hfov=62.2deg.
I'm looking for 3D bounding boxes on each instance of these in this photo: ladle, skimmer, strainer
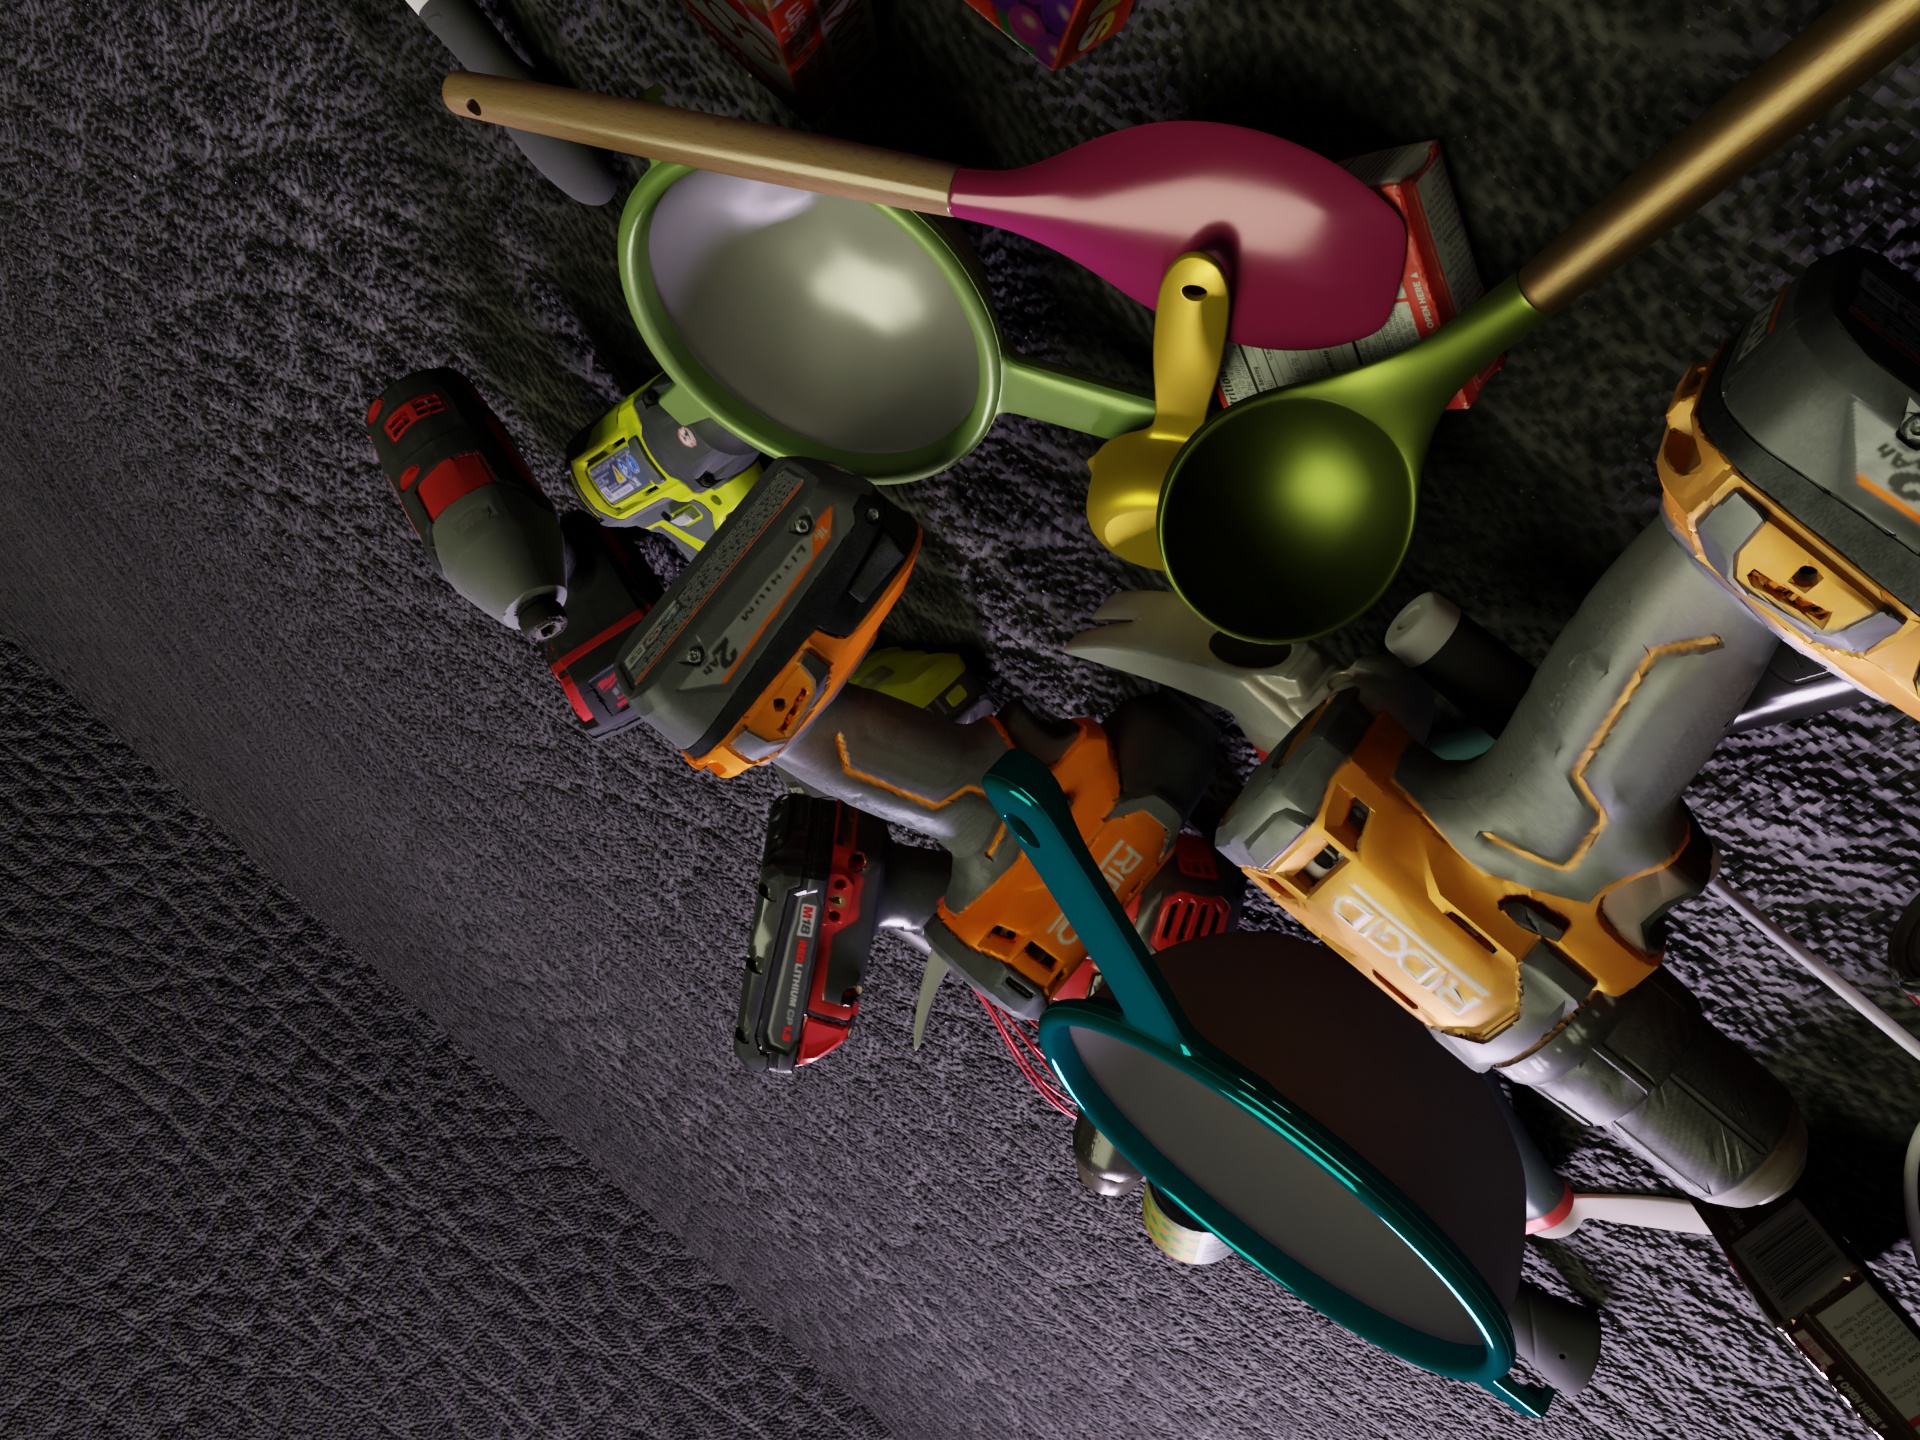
[{"bbox_3d":[0.158,-0.112,0.382,0.078,0.062,0.320,32,143,-14],"label":"ladle"},{"bbox_3d":[0.255,0.104,0.500,0.363,0.090,0.127,39,-177,-9],"label":"skimmer"},{"bbox_3d":[0.111,0.107,0.585,0.211,0.095,0.340,19,149,48],"label":"strainer"},{"bbox_3d":[0.005,-0.147,0.578,0.256,0.069,0.151,18,147,8],"label":"strainer"}]

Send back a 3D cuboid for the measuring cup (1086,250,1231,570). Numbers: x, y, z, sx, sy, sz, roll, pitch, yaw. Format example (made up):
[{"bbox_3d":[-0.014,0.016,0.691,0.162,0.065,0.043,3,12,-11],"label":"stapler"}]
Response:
[{"bbox_3d":[0.068,-0.091,0.506,0.062,0.029,0.156,12,161,9],"label":"measuring cup"}]

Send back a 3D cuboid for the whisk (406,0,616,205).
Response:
[{"bbox_3d":[-0.241,-0.328,0.646,0.284,0.070,0.070,50,151,-20],"label":"whisk"}]

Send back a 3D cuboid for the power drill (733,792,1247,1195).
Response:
[{"bbox_3d":[0.011,0.132,0.752,0.226,0.080,0.187,9,111,-6],"label":"power drill"}]

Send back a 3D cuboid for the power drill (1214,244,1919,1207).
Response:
[{"bbox_3d":[0.195,0.023,0.403,0.185,0.084,0.226,40,133,5],"label":"power drill"}]

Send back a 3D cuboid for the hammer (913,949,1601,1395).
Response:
[{"bbox_3d":[0.158,0.212,0.814,0.409,0.149,0.036,37,-166,0],"label":"hammer"}]

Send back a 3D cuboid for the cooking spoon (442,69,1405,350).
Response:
[{"bbox_3d":[-0.024,-0.166,0.487,0.319,0.017,0.068,17,141,17],"label":"cooking spoon"}]

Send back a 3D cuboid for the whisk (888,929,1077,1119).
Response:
[{"bbox_3d":[0.017,0.143,0.877,0.295,0.073,0.073,41,154,-23],"label":"whisk"}]

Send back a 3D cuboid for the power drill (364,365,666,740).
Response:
[{"bbox_3d":[-0.210,-0.074,0.812,0.143,0.078,0.219,56,178,19],"label":"power drill"}]

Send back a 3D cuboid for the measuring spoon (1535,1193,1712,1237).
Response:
[{"bbox_3d":[0.303,0.230,0.730,0.034,0.018,0.124,50,150,-11],"label":"measuring spoon"}]

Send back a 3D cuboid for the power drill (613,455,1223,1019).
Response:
[{"bbox_3d":[-0.001,-0.002,0.625,0.226,0.164,0.084,40,180,-25],"label":"power drill"}]

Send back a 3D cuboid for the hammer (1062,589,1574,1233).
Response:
[{"bbox_3d":[0.171,0.098,0.651,0.143,0.038,0.385,22,153,47],"label":"hammer"}]

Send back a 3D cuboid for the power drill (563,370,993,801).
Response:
[{"bbox_3d":[-0.088,-0.068,0.772,0.171,0.080,0.223,-9,119,57],"label":"power drill"}]

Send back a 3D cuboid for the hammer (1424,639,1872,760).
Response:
[{"bbox_3d":[0.226,-0.008,0.496,0.128,0.033,0.331,48,151,-7],"label":"hammer"}]
